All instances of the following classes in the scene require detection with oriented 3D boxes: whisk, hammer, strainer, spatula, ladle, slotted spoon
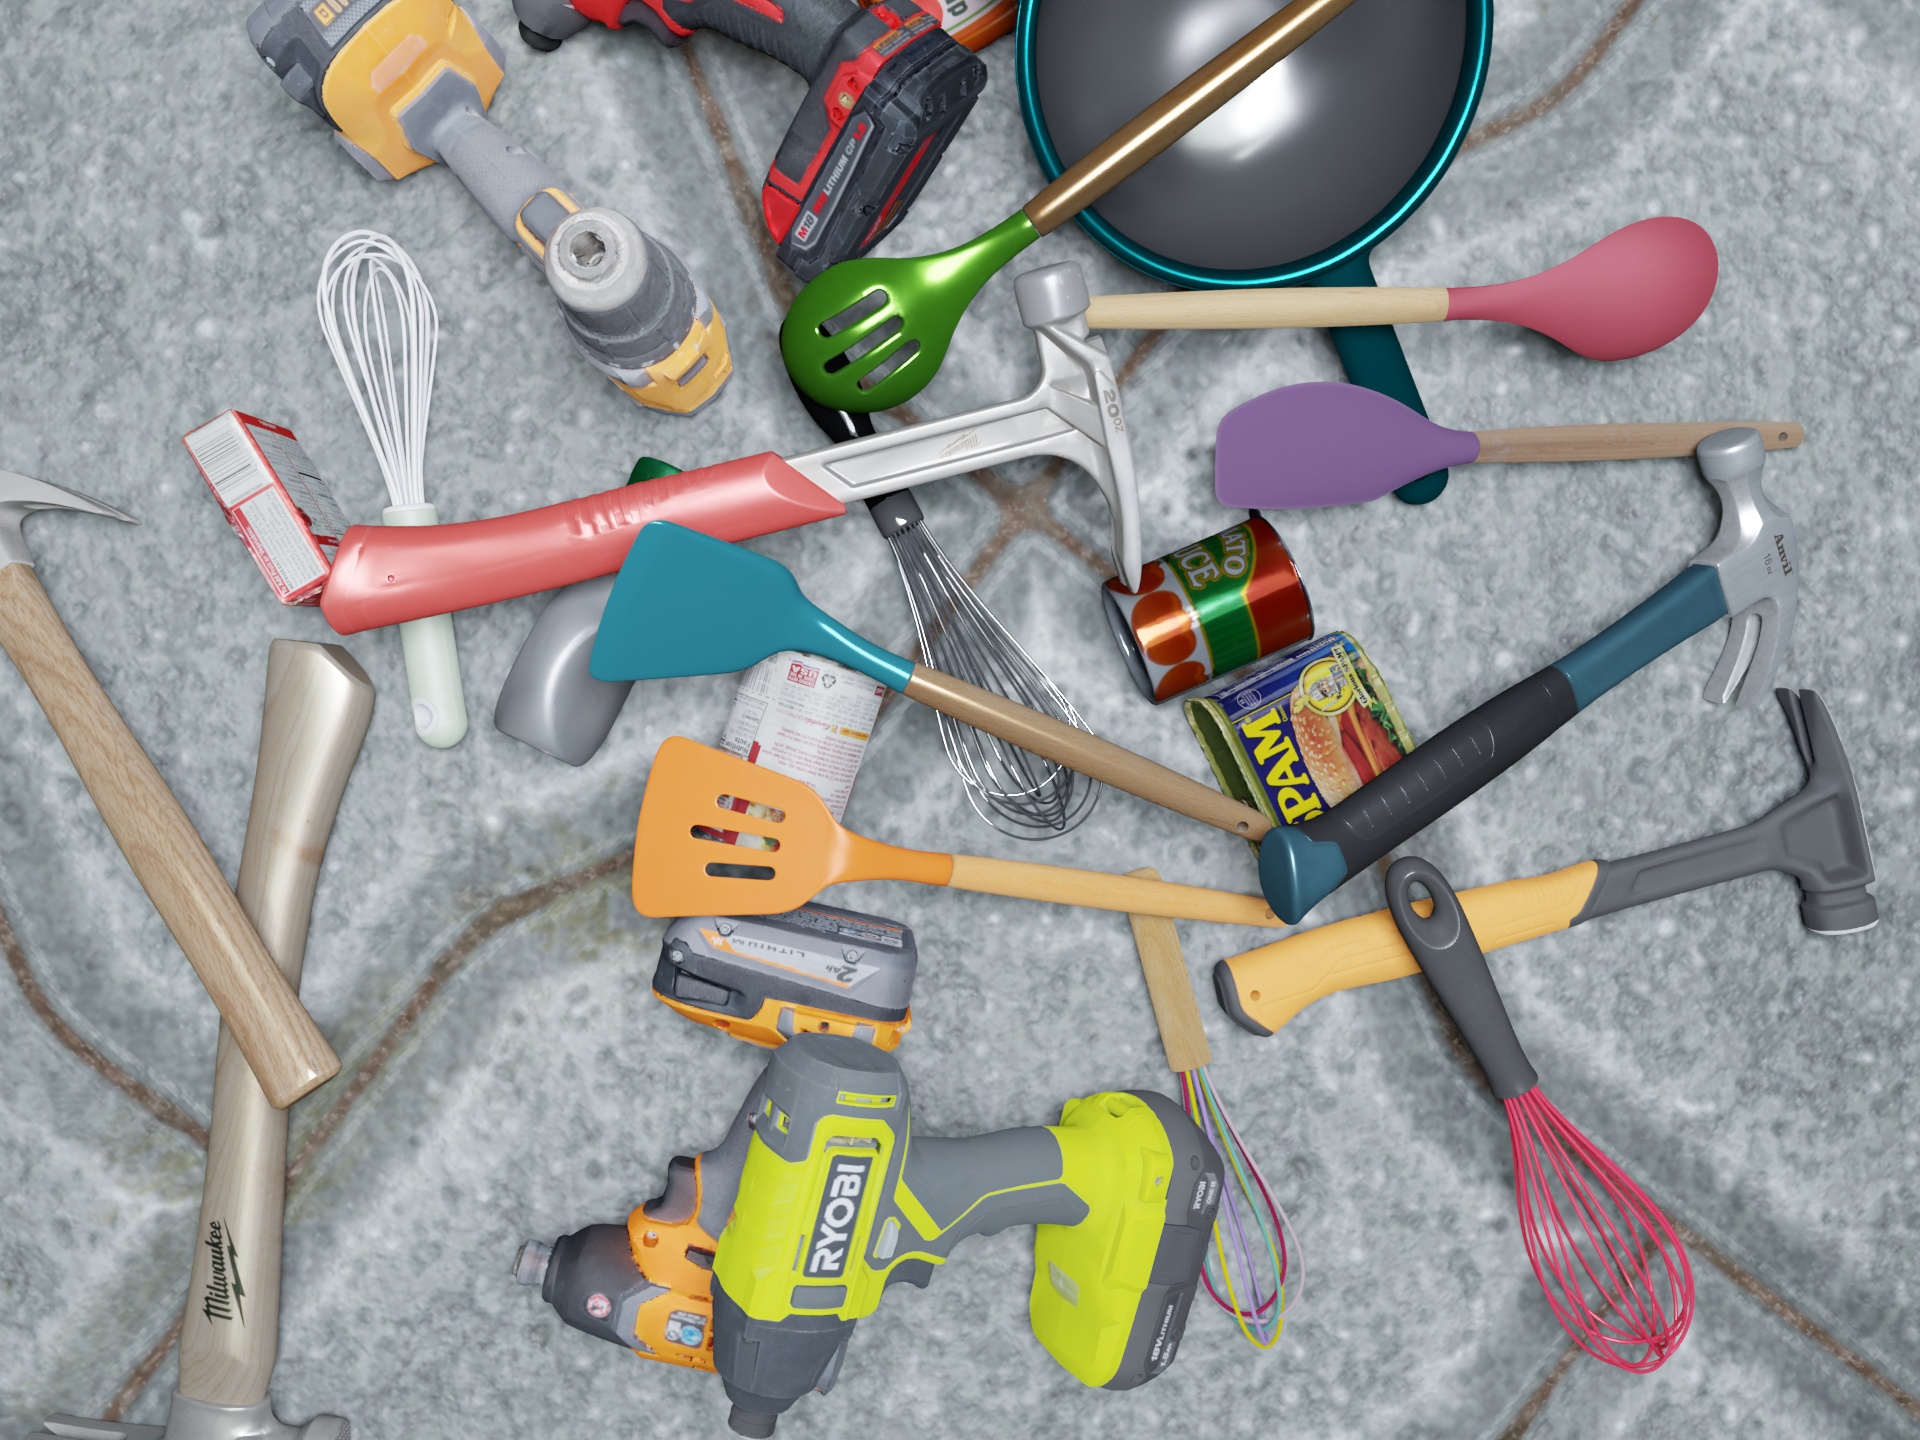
[{"bbox_3d":[-0.263,-0.108,0.758,0.058,0.059,0.246,-3,97,33],"label":"whisk"},{"bbox_3d":[-0.383,0.029,0.734,0.130,0.031,0.331,-34,87,4],"label":"hammer"},{"bbox_3d":[0.157,-0.262,0.762,0.211,0.095,0.340,-26,114,9],"label":"strainer"},{"bbox_3d":[0.273,-0.137,0.777,0.316,0.018,0.059,-4,106,-12],"label":"spatula"},{"bbox_3d":[0.275,-0.008,0.756,0.331,0.033,0.128,-31,110,-15],"label":"hammer"},{"bbox_3d":[0.196,-0.192,0.731,0.315,0.031,0.069,-2,127,-1],"label":"ladle"},{"bbox_3d":[0.122,0.193,0.796,0.047,0.051,0.245,-15,89,-26],"label":"whisk"},{"bbox_3d":[0.280,0.194,0.777,0.073,0.073,0.295,-29,99,-2],"label":"whisk"},{"bbox_3d":[-0.001,-0.002,0.707,0.317,0.044,0.082,22,118,-10],"label":"spatula"},{"bbox_3d":[0.289,0.086,0.800,0.337,0.034,0.127,-16,95,-3],"label":"hammer"},{"bbox_3d":[-0.349,0.164,0.764,0.146,0.038,0.410,7,91,-2],"label":"hammer"},{"bbox_3d":[-0.101,-0.088,0.709,0.359,0.037,0.149,-15,107,-2],"label":"hammer"},{"bbox_3d":[-0.014,-0.072,0.769,0.070,0.070,0.284,-28,89,-2],"label":"whisk"},{"bbox_3d":[0.051,-0.238,0.703,0.314,0.031,0.070,-34,112,11],"label":"slotted spoon"},{"bbox_3d":[0.012,0.071,0.744,0.322,0.041,0.081,10,87,-22],"label":"spatula"}]

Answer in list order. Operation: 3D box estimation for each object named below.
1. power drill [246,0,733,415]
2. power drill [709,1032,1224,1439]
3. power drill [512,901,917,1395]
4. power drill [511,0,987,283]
[{"bbox_3d":[-0.196,-0.234,0.687,0.084,0.185,0.226,-44,91,1],"label":"power drill"},{"bbox_3d":[0.000,0.238,0.720,0.223,0.080,0.171,12,94,-31],"label":"power drill"},{"bbox_3d":[-0.115,0.198,0.759,0.164,0.084,0.226,13,95,-4],"label":"power drill"},{"bbox_3d":[-0.110,-0.311,0.719,0.219,0.143,0.079,40,48,-4],"label":"power drill"}]
